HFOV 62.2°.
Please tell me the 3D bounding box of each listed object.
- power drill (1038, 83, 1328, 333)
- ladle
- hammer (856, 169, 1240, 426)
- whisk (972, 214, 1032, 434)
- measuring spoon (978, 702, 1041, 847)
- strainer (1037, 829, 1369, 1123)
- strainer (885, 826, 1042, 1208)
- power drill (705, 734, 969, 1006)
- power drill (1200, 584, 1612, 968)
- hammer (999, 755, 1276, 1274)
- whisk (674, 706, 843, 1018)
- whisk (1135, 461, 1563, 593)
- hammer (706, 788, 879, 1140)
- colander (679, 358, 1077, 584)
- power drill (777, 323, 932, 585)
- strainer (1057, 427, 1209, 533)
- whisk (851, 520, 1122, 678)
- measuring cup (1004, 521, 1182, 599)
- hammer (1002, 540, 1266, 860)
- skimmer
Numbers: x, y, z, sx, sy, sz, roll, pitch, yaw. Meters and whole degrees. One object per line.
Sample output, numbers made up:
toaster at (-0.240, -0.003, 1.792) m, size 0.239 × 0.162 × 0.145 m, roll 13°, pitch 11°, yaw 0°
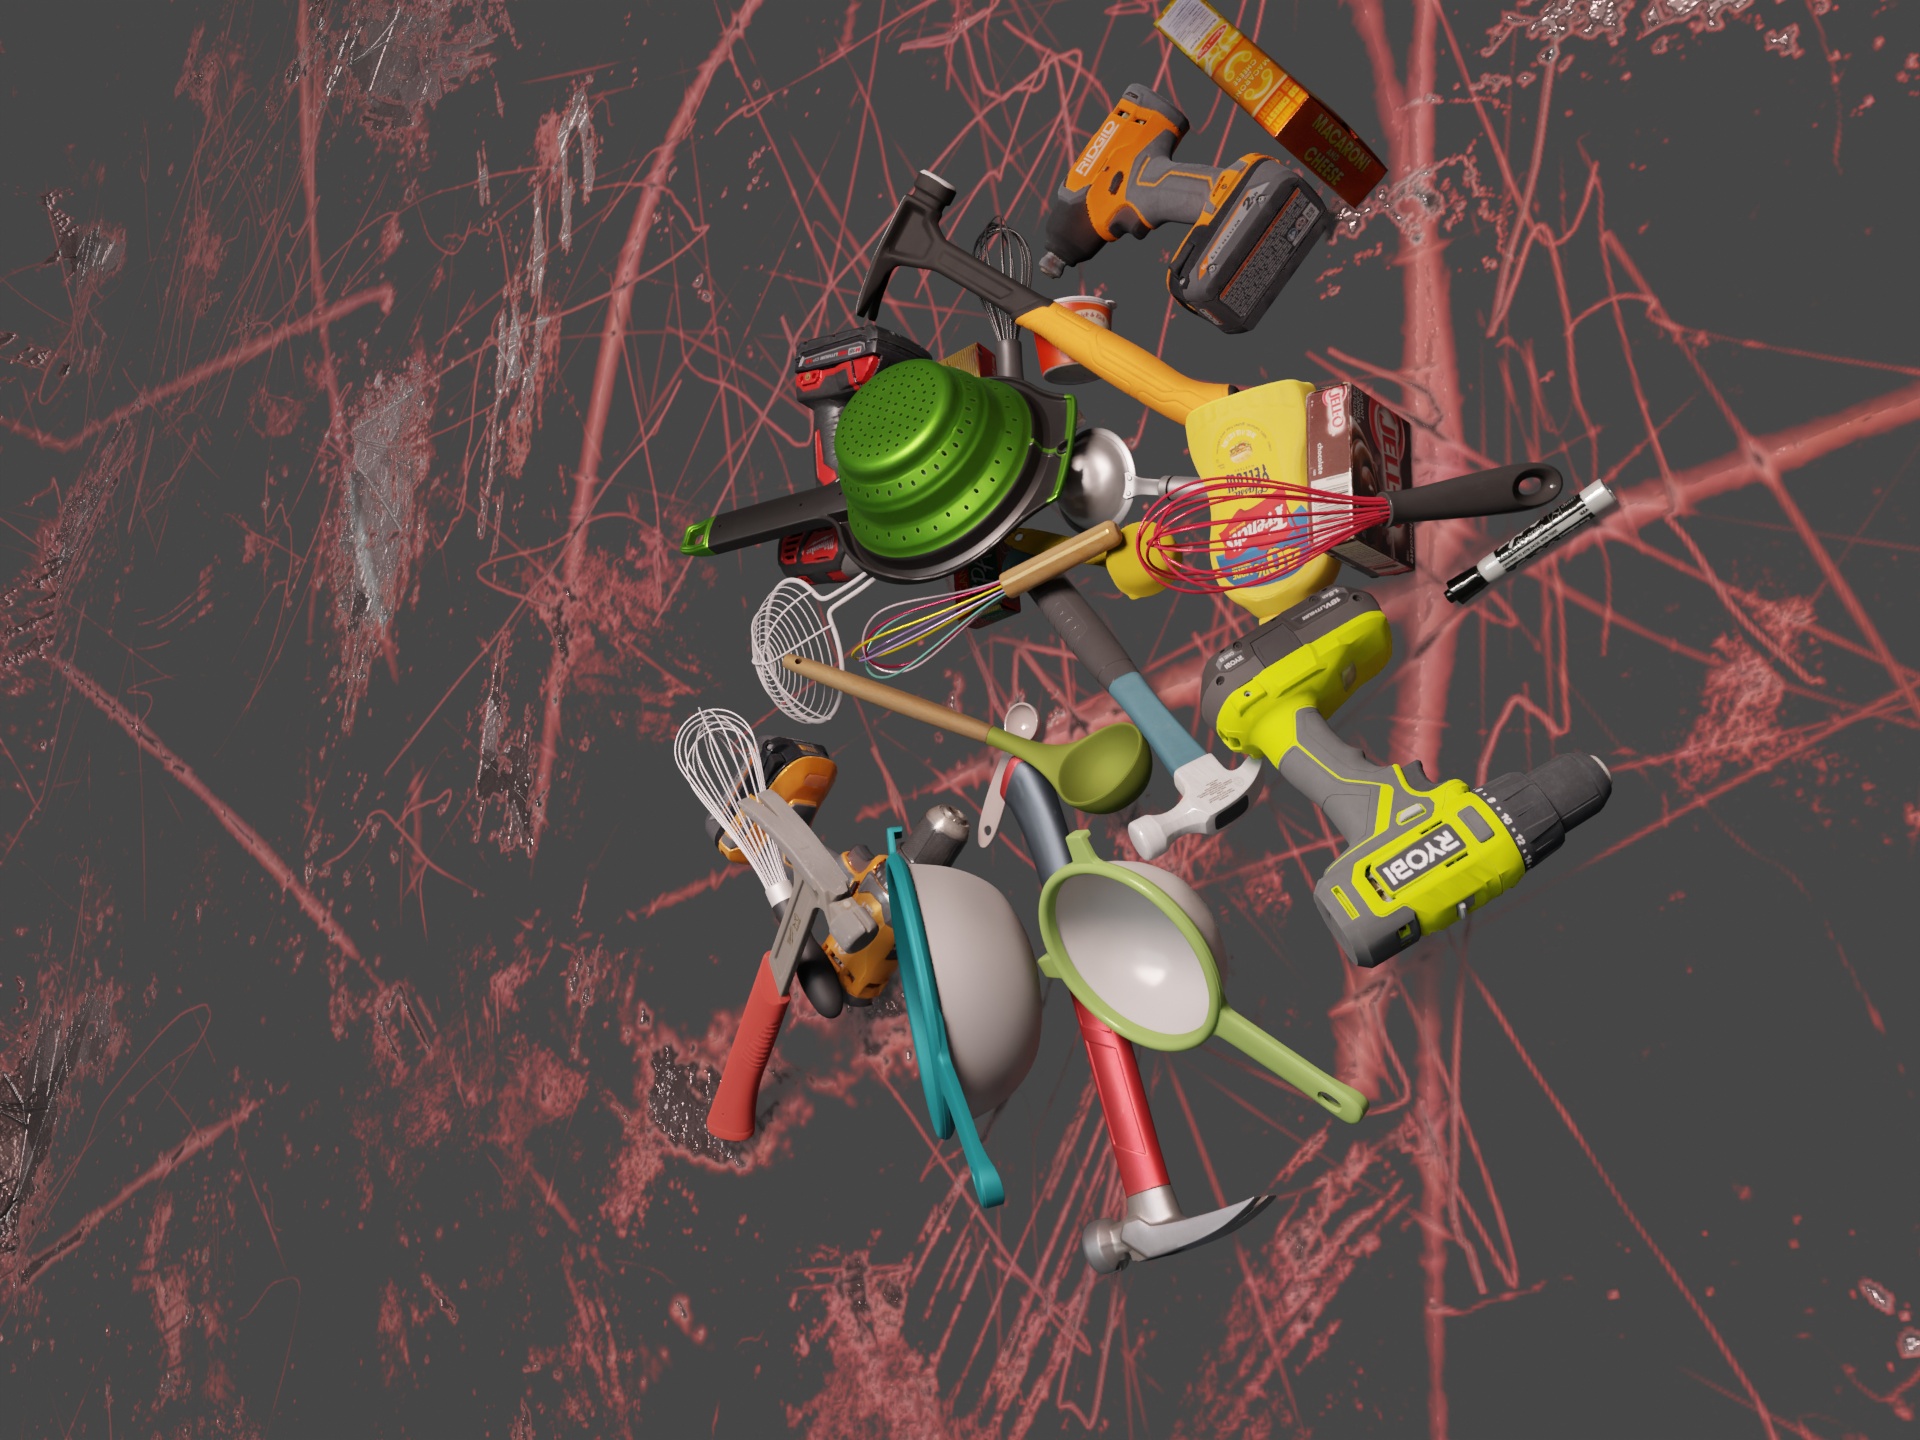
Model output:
power drill at (0.159, -0.389, 1.245) m, size 0.164 × 0.084 × 0.227 m, roll -54°, pitch 47°, yaw 12°
ladle at (-0.002, -0.004, 1.232) m, size 0.320 × 0.062 × 0.078 m, roll 20°, pitch 62°, yaw 19°
hammer at (0.073, -0.303, 1.250) m, size 0.337 × 0.034 × 0.127 m, roll 34°, pitch 105°, yaw 18°
whisk at (0.039, -0.318, 1.357) m, size 0.055 × 0.055 × 0.239 m, roll -12°, pitch 76°, yaw 38°
measuring spoon at (0.040, 0.045, 1.284) m, size 0.034 × 0.018 × 0.124 m, roll 27°, pitch 103°, yaw 42°
strainer at (0.171, 0.173, 1.066) m, size 0.256 × 0.069 × 0.151 m, roll 33°, pitch 138°, yaw 24°
strainer at (0.021, 0.219, 1.118) m, size 0.341 × 0.095 × 0.210 m, roll -118°, pitch 19°, yaw -66°
power drill at (-0.101, 0.102, 1.345) m, size 0.226 × 0.084 × 0.185 m, roll 44°, pitch 108°, yaw 34°
power drill at (0.277, 0.023, 1.022) m, size 0.190 × 0.080 × 0.229 m, roll -31°, pitch 55°, yaw 0°
hammer at (0.109, 0.192, 1.168) m, size 0.143 × 0.038 × 0.387 m, roll -30°, pitch 61°, yaw 30°
whisk at (-0.160, 0.114, 1.308) m, size 0.070 × 0.070 × 0.285 m, roll -35°, pitch 73°, yaw 29°
whisk at (0.249, -0.131, 1.003) m, size 0.073 × 0.295 × 0.073 m, roll 170°, pitch 90°, yaw -77°
hammer at (-0.161, 0.222, 1.286) m, size 0.149 × 0.036 × 0.358 m, roll 48°, pitch 137°, yaw 26°
colander at (-0.100, -0.205, 1.301) m, size 0.397 × 0.094 × 0.205 m, roll -9°, pitch 56°, yaw 32°
power drill at (-0.092, -0.232, 1.427) m, size 0.143 × 0.078 × 0.220 m, roll -1°, pitch 81°, yaw 40°
strainer at (0.153, -0.181, 1.227) m, size 0.258 × 0.050 × 0.087 m, roll 10°, pitch 101°, yaw 38°
whisk at (0.016, -0.095, 1.247) m, size 0.245 × 0.047 × 0.051 m, roll -25°, pitch 47°, yaw 23°
measuring cup at (0.097, -0.137, 1.243) m, size 0.157 × 0.029 × 0.062 m, roll 15°, pitch 72°, yaw 29°
hammer at (0.115, -0.035, 1.193) m, size 0.128 × 0.033 × 0.331 m, roll -24°, pitch 47°, yaw -10°
skimmer at (-0.035, -0.136, 1.337) m, size 0.363 × 0.090 × 0.127 m, roll -37°, pitch 66°, yaw 12°
